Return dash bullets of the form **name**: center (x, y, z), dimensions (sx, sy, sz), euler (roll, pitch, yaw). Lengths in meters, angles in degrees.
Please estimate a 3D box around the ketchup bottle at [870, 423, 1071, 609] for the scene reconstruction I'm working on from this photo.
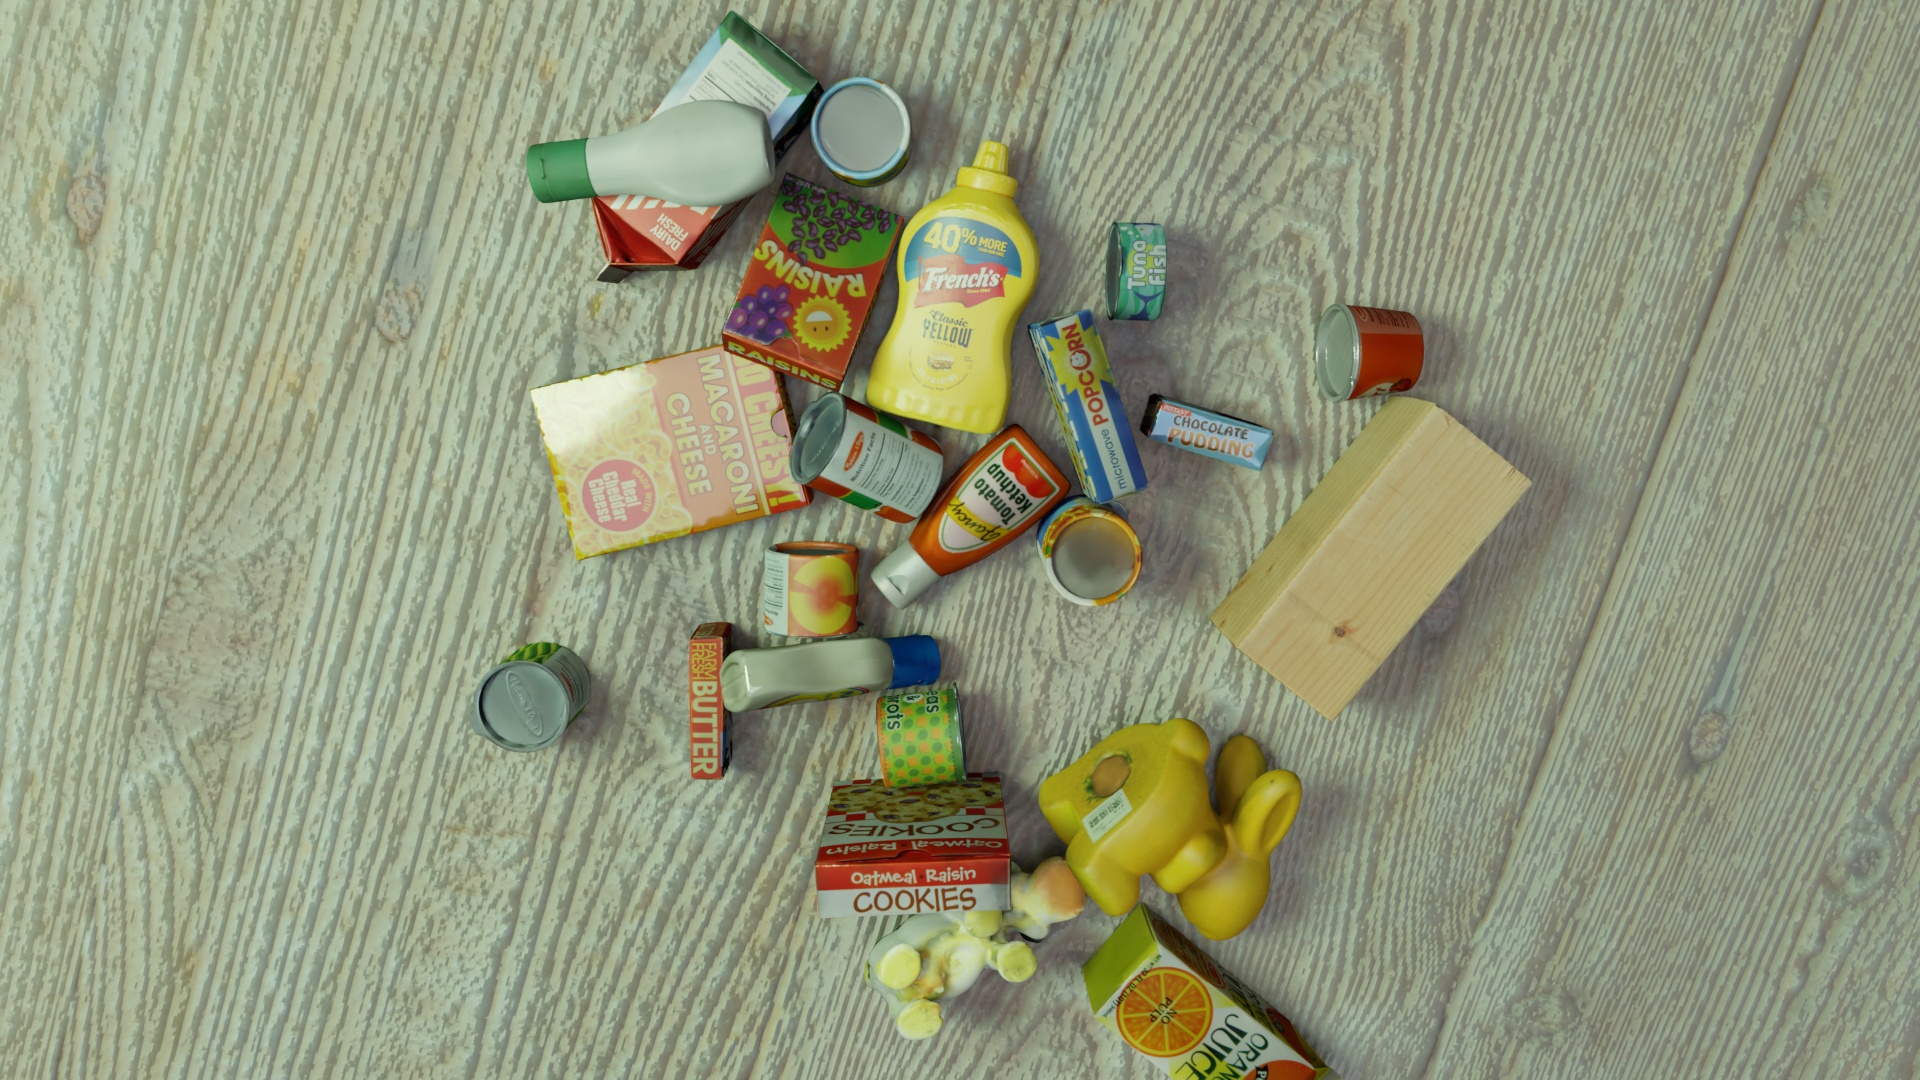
- **ketchup bottle**: center (0.003, -0.012, 0.973), dimensions (0.148, 0.043, 0.064), euler (-41, 95, 5)

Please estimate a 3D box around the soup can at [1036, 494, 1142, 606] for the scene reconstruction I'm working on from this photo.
- **soup can**: center (0.090, 0.004, 0.956), dimensions (0.071, 0.084, 0.071), euler (0, 98, -1)

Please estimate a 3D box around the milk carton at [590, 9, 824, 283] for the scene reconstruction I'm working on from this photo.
- **milk carton**: center (-0.177, -0.246, 0.922), dimensions (0.073, 0.072, 0.190), euler (39, 95, -5)

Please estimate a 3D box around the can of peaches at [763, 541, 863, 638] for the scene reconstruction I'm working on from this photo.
- **can of peaches**: center (-0.101, 0.033, 0.968), dimensions (0.071, 0.071, 0.058), euler (1, 98, -1)

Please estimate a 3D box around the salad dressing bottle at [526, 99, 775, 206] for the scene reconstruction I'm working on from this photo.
- **salad dressing bottle**: center (-0.192, -0.237, 0.864), dimensions (0.148, 0.044, 0.064), euler (-6, 98, 2)

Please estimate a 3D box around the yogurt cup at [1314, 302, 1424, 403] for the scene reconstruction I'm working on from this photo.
- **yogurt cup**: center (0.280, -0.129, 0.950), dimensions (0.054, 0.072, 0.072), euler (-2, 99, -8)

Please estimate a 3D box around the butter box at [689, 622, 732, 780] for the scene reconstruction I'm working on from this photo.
- **butter box**: center (-0.176, 0.112, 0.983), dimensions (0.024, 0.053, 0.103), euler (1, 99, -3)

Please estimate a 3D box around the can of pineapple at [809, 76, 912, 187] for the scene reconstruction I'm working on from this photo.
- **can of pineapple**: center (-0.067, -0.271, 0.926), dimensions (0.071, 0.058, 0.071), euler (0, 99, -1)

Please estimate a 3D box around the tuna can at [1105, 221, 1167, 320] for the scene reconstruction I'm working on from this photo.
- **tuna can**: center (0.118, -0.182, 0.935), dimensions (0.033, 0.071, 0.071), euler (1, 99, -2)

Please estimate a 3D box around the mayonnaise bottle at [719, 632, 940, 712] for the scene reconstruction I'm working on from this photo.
- **mayonnaise bottle**: center (-0.087, 0.090, 0.959), dimensions (0.148, 0.064, 0.041), euler (-4, 76, -27)

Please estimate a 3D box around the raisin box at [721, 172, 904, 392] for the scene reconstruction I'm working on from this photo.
- **raisin box**: center (-0.098, -0.172, 0.928), dimensions (0.086, 0.040, 0.123), euler (21, 76, -5)

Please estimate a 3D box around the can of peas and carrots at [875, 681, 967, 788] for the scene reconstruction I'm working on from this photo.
- **can of peas and carrots**: center (-0.027, 0.138, 0.982), dimensions (0.059, 0.071, 0.071), euler (-7, 99, 1)

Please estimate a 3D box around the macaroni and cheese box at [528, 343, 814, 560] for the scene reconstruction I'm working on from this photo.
- **macaroni and cheese box**: center (-0.198, -0.065, 0.963), dimensions (0.166, 0.040, 0.123), euler (-13, 99, 1)

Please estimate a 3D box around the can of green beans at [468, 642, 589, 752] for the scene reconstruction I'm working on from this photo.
- **can of green beans**: center (-0.301, 0.109, 0.979), dimensions (0.071, 0.058, 0.071), euler (0, 99, -1)

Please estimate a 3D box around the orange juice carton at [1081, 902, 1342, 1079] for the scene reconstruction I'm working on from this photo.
- **orange juice carton**: center (0.186, 0.361, 1.015), dimensions (0.192, 0.073, 0.071), euler (40, 96, -6)

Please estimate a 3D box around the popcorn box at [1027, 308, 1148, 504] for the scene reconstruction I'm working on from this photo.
- **popcorn box**: center (0.085, -0.092, 0.941), dimensions (0.038, 0.085, 0.126), euler (-19, 98, 1)

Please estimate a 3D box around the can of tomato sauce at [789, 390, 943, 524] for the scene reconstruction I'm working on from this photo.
- **can of tomato sauce**: center (-0.064, -0.055, 0.941), dimensions (0.083, 0.071, 0.071), euler (23, 99, -32)

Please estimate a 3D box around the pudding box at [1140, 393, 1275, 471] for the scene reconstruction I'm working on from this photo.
- **pudding box**: center (0.170, -0.076, 0.962), dimensions (0.084, 0.050, 0.030), euler (16, 100, -3)

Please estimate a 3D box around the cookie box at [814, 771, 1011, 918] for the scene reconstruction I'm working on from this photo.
- **cookie box**: center (-0.030, 0.202, 0.940), dimensions (0.123, 0.168, 0.040), euler (-3, 98, 0)
